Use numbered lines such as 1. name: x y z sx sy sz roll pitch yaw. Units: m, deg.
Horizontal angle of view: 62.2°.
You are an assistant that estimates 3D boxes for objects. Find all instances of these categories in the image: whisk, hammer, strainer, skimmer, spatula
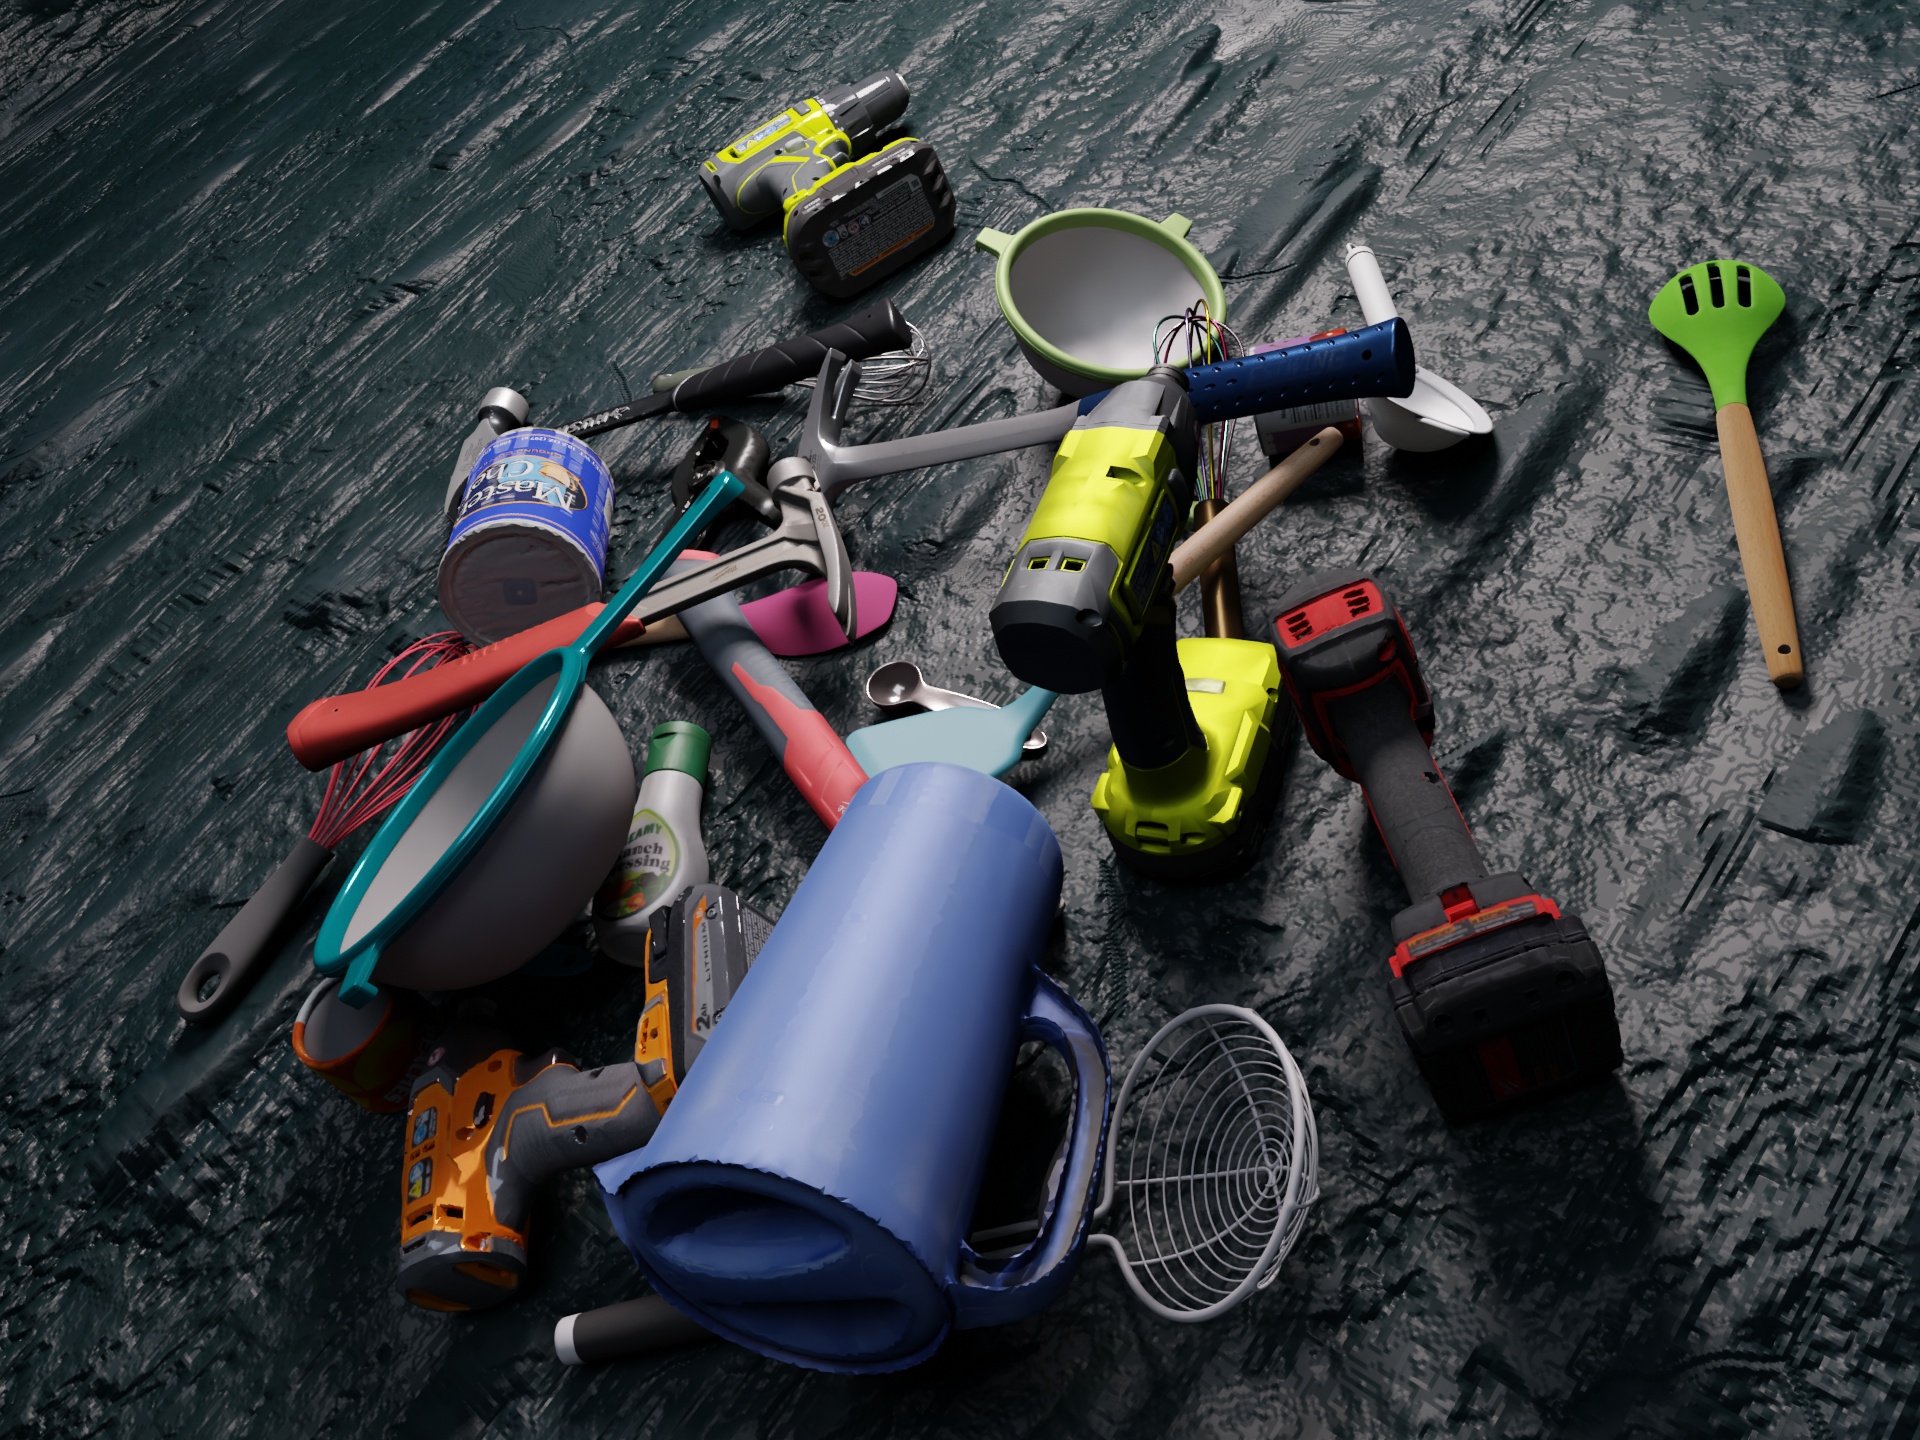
1. whisk: 0.142 -0.142 0.914 0.047 0.051 0.245 -35 48 49
2. hammer: -0.102 0.022 0.909 0.143 0.038 0.387 -37 49 -6
3. hammer: -0.238 -0.042 0.963 0.359 0.036 0.149 -22 49 4
4. strainer: -0.204 0.019 0.868 0.340 0.095 0.211 -52 22 -9
5. skimmer: -0.023 0.218 0.681 0.363 0.090 0.127 -17 47 12
6. strainer: 0.106 -0.214 1.017 0.151 0.069 0.257 -9 63 -14
7. hammer: 0.063 -0.181 0.938 0.405 0.035 0.144 -5 76 34
8. whisk: -0.128 -0.254 1.169 0.246 0.059 0.058 0 16 30
9. hammer: -0.214 -0.229 1.152 0.409 0.036 0.149 -11 48 28
10. whisk: -0.398 0.063 1.015 0.073 0.073 0.296 18 67 35
11. strainer: 0.261 -0.225 0.961 0.086 0.050 0.259 16 41 -14
12. spatula: 0.083 -0.059 0.857 0.317 0.044 0.082 -41 46 -3

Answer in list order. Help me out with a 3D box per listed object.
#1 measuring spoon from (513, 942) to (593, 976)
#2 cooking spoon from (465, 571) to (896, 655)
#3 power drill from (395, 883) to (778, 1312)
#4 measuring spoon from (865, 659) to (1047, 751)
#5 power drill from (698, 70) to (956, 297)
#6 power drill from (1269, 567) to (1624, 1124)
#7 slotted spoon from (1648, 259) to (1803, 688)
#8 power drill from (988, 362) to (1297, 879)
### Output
1. measuring spoon: -0.267 0.131 0.916 0.129 0.021 0.042 1 53 27
2. cooking spoon: -0.191 -0.061 1.047 0.319 0.017 0.069 -6 49 20
3. power drill: -0.183 0.172 0.784 0.226 0.084 0.164 -31 44 17
4. measuring spoon: -0.001 -0.003 0.916 0.124 0.018 0.034 22 62 30
5. power drill: -0.095 -0.446 1.293 0.190 0.080 0.229 -33 43 -3
6. power drill: 0.202 0.051 0.693 0.078 0.143 0.220 -23 52 11
7. slotted spoon: 0.410 -0.144 0.832 0.070 0.031 0.314 -5 52 21
8. power drill: 0.095 -0.042 0.754 0.080 0.223 0.171 6 55 29
